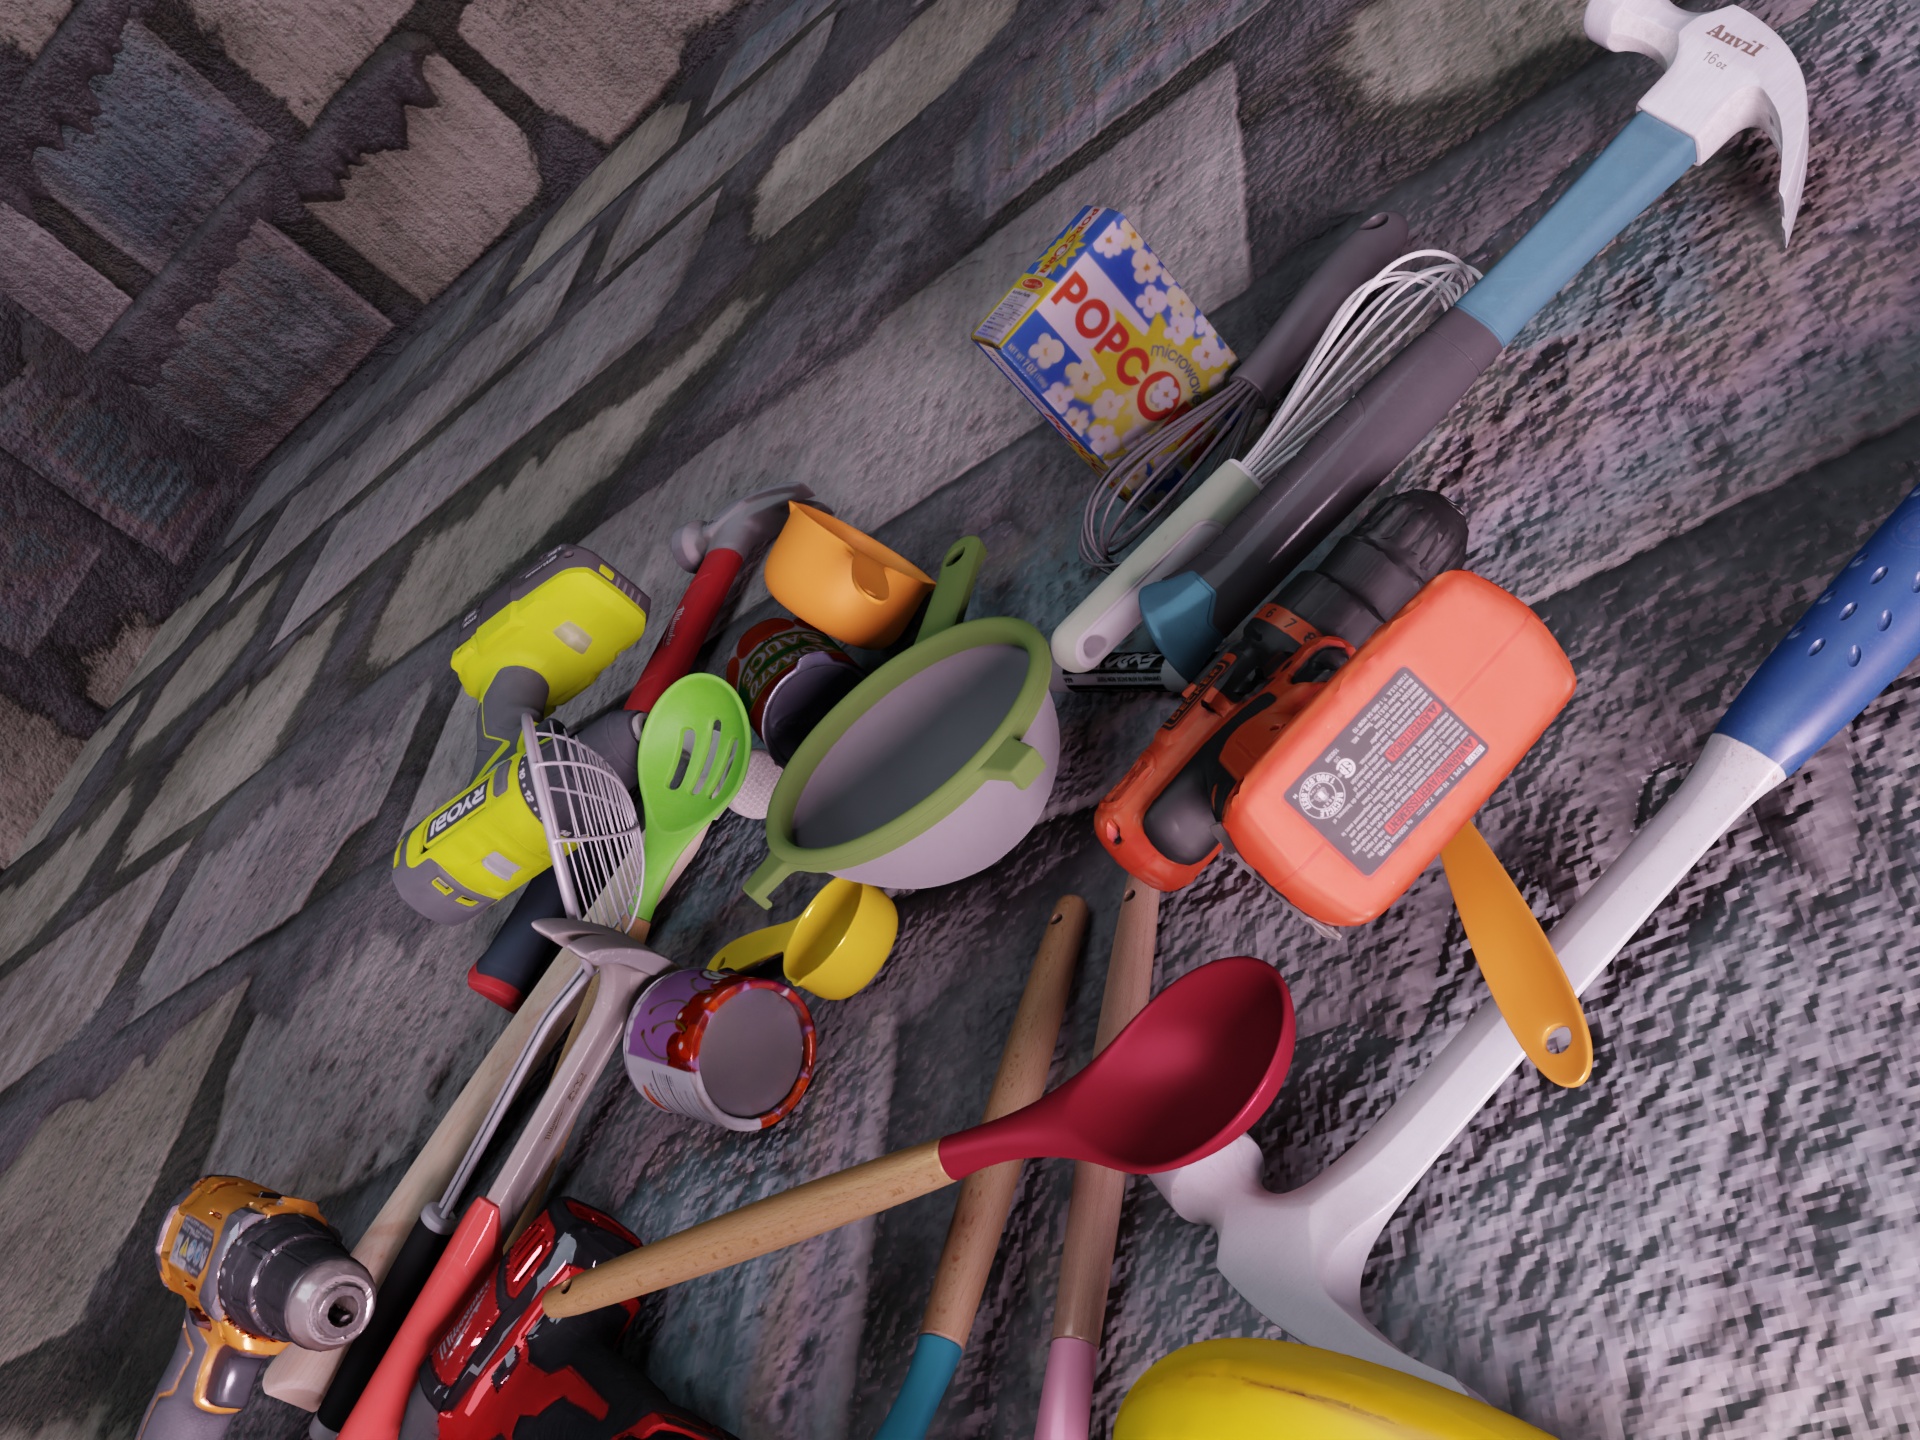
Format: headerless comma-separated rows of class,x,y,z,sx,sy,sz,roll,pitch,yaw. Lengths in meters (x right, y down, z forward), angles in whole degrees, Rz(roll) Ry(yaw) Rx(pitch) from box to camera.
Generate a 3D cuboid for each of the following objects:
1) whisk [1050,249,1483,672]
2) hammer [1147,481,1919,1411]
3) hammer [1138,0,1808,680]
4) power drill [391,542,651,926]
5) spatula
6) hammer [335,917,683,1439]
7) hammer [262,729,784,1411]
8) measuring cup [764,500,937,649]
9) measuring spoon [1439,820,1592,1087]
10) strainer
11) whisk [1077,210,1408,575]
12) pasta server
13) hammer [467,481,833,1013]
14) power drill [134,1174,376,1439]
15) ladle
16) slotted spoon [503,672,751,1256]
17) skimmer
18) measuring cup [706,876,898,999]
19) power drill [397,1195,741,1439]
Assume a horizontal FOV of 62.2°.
whisk,0.131,-0.110,0.692,0.246,0.057,0.059,-44,39,4
hammer,0.222,0.021,0.453,0.405,0.035,0.144,-48,30,0
hammer,0.194,-0.146,0.632,0.331,0.033,0.128,-46,56,7
power drill,-0.253,-0.003,0.978,0.190,0.080,0.229,-32,38,22
spatula,0.006,0.195,0.549,0.082,0.044,0.318,-19,36,40
hammer,-0.231,0.258,0.701,0.037,0.149,0.359,25,79,19
hammer,-0.244,0.179,0.875,0.411,0.038,0.146,-57,30,-13
measuring cup,-0.061,-0.065,0.841,0.052,0.095,0.174,-59,13,12
measuring spoon,0.155,0.058,0.455,0.021,0.011,0.117,-42,33,25
strainer,-0.001,-0.002,0.747,0.151,0.069,0.257,-27,26,25
whisk,0.139,-0.157,0.754,0.239,0.055,0.055,-49,30,-11
pasta server,0.036,0.172,0.514,0.060,0.040,0.316,-24,36,36
hammer,-0.200,0.006,1.012,0.143,0.038,0.387,-13,46,43
power drill,-0.351,0.338,0.744,0.185,0.084,0.226,-5,65,47
ladle,-0.025,0.154,0.531,0.315,0.031,0.069,-27,31,24
slotted spoon,-0.176,0.124,0.810,0.070,0.031,0.314,12,74,26
skimmer,-0.250,0.176,0.766,0.363,0.090,0.127,-63,19,1
measuring cup,-0.079,0.112,0.758,0.156,0.029,0.062,-26,34,53
power drill,-0.154,0.287,0.601,0.143,0.078,0.220,-53,27,-10
